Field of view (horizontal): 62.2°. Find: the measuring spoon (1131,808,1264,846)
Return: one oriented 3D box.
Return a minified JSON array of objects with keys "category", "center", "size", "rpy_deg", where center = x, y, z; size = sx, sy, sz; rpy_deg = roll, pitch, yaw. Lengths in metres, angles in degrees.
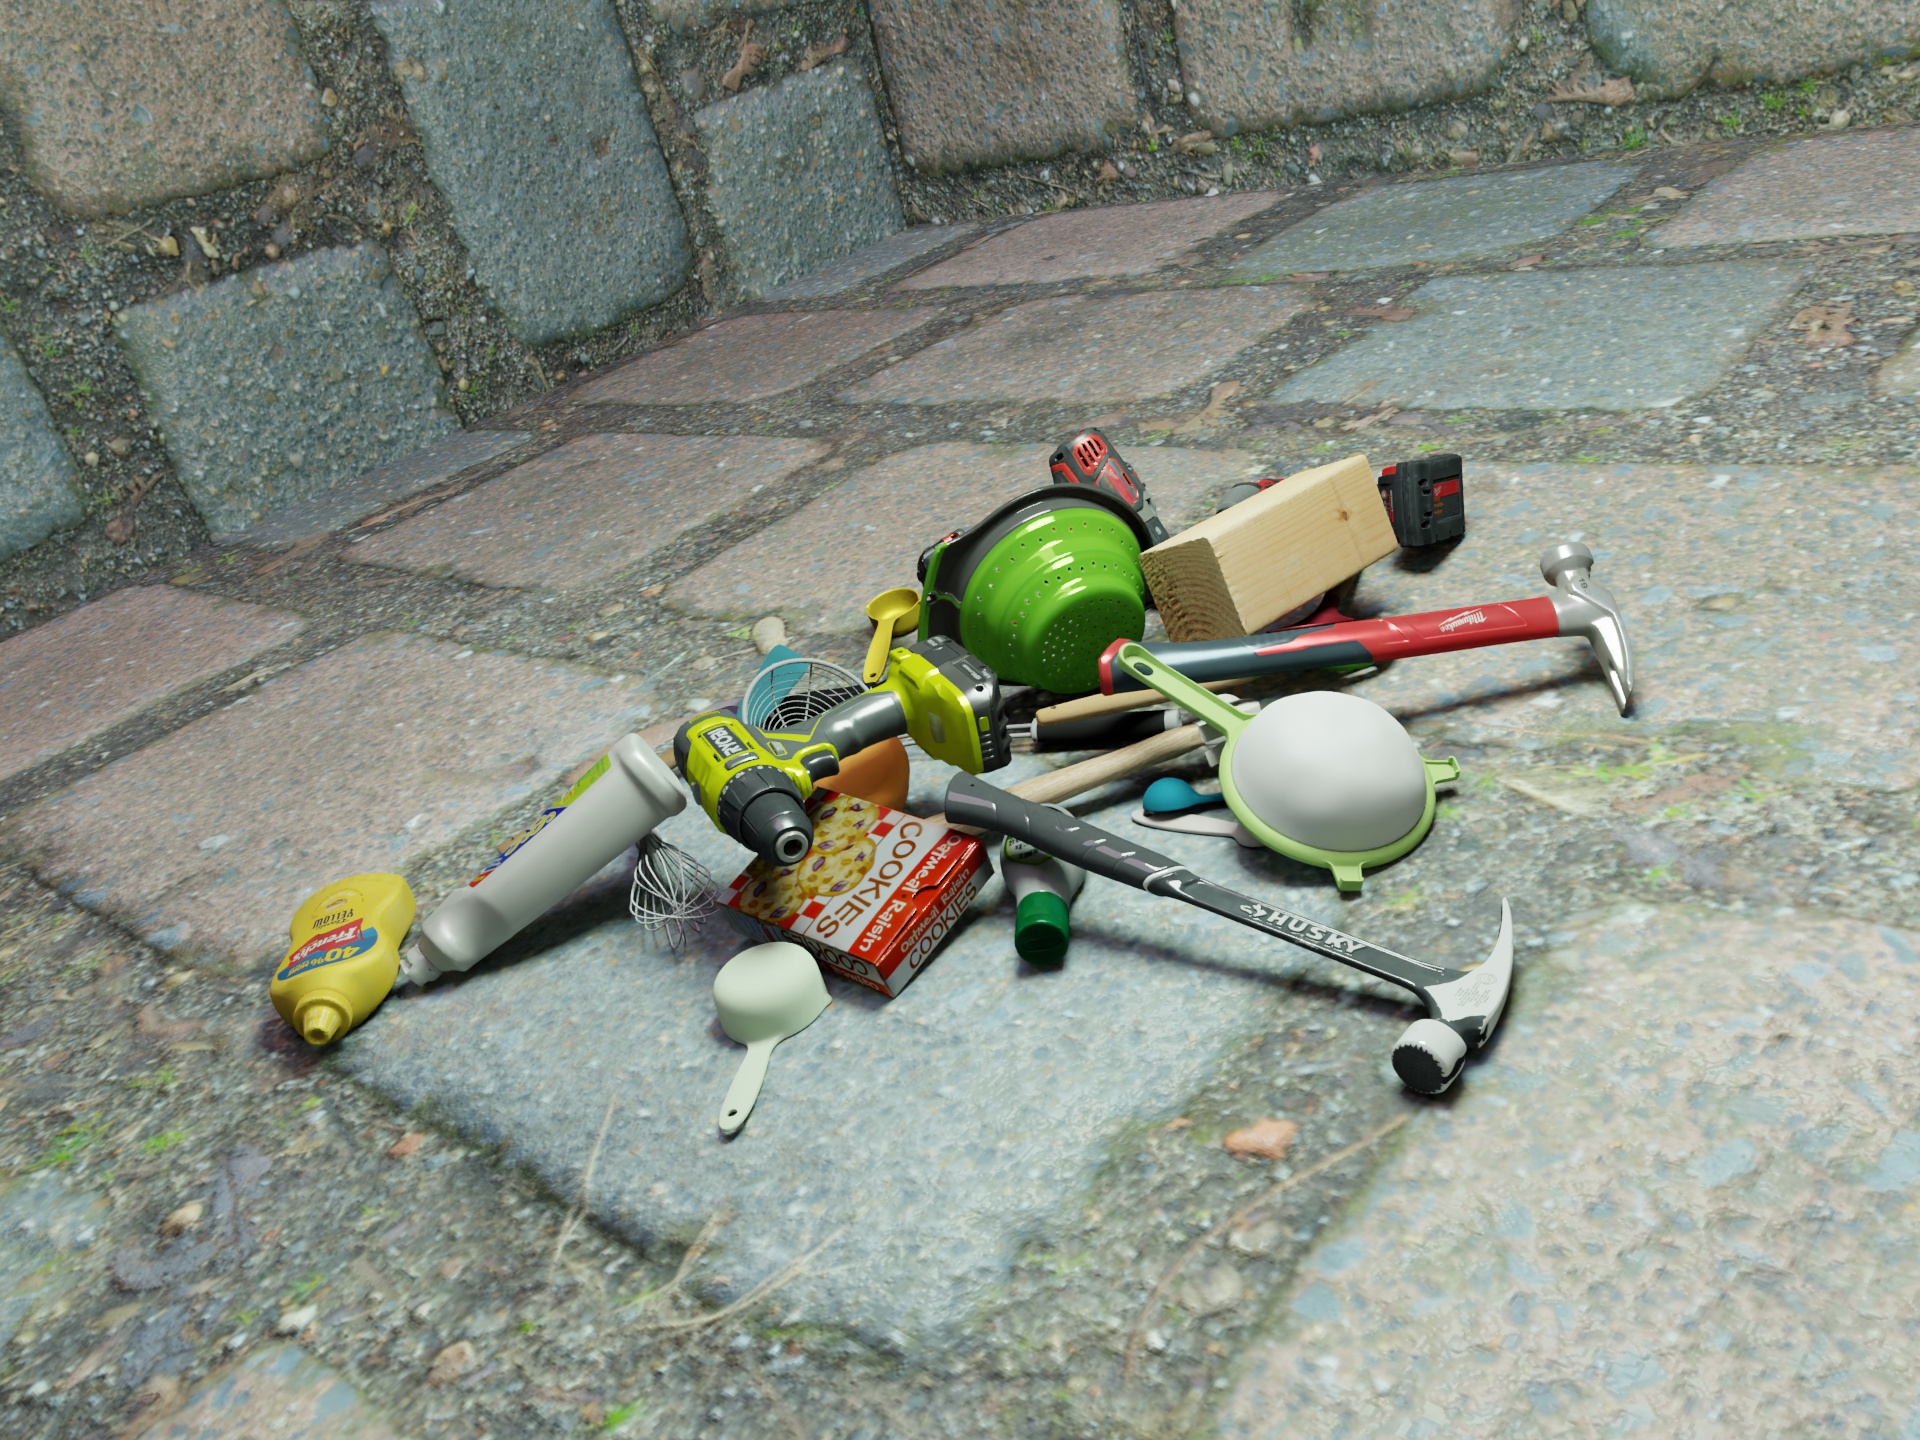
[{"category":"measuring spoon","center":[0.177,0.071,1.160],"size":[0.124,0.018,0.034],"rpy_deg":[6,33,38]}]

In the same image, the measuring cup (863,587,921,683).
[{"category":"measuring cup","center":[-0.073,-0.078,1.598],"size":[0.062,0.029,0.157],"rpy_deg":[-7,39,17]}]

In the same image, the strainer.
[{"category":"strainer","center":[0.217,-0.002,1.113],"size":[0.256,0.069,0.151],"rpy_deg":[34,53,25]}]

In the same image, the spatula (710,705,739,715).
[{"category":"spatula","center":[-0.189,0.043,1.419],"size":[0.060,0.018,0.316],"rpy_deg":[-22,26,-11]}]

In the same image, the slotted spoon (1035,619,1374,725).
[{"category":"slotted spoon","center":[0.211,-0.034,1.298],"size":[0.313,0.031,0.070],"rpy_deg":[-13,23,-11]}]

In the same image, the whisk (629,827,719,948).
[{"category":"whisk","center":[-0.249,0.108,1.289],"size":[0.070,0.070,0.285],"rpy_deg":[-22,21,-13]}]

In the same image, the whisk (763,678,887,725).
[{"category":"whisk","center":[-0.081,-0.027,1.469],"size":[0.239,0.055,0.055],"rpy_deg":[-11,26,17]}]

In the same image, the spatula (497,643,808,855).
[{"category":"spatula","center":[-0.277,0.032,1.438],"size":[0.317,0.044,0.082],"rpy_deg":[-30,30,-16]}]

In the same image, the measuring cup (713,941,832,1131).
[{"category":"measuring cup","center":[-0.137,0.203,1.049],"size":[0.083,0.038,0.168],"rpy_deg":[-10,24,12]}]

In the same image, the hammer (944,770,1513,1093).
[{"category":"hammer","center":[0.152,0.105,1.017],"size":[0.409,0.036,0.149],"rpy_deg":[20,40,35]}]

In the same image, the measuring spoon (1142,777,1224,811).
[{"category":"measuring spoon","center":[0.198,0.047,1.184],"size":[0.128,0.021,0.042],"rpy_deg":[-9,8,7]}]

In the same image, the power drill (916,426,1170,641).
[{"category":"power drill","center":[0.093,-0.146,1.503],"size":[0.226,0.188,0.080],"rpy_deg":[-35,1,-8]}]

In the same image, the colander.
[{"category":"colander","center":[0.163,-0.100,1.380],"size":[0.397,0.204,0.095],"rpy_deg":[-7,39,-24]}]

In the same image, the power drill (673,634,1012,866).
[{"category":"power drill","center":[-0.082,0.025,1.168],"size":[0.228,0.080,0.191],"rpy_deg":[-21,29,-19]}]

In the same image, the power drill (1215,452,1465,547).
[{"category":"power drill","center":[0.354,-0.204,1.512],"size":[0.220,0.078,0.143],"rpy_deg":[1,12,36]}]

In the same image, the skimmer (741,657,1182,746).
[{"category":"skimmer","center":[-0.002,-0.004,1.327],"size":[0.363,0.090,0.127],"rpy_deg":[-4,54,20]}]

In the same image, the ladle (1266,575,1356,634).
[{"category":"ladle","center":[0.325,-0.111,1.382],"size":[0.069,0.031,0.315],"rpy_deg":[-6,17,25]}]

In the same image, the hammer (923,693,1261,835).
[{"category":"hammer","center":[0.076,0.051,1.216],"size":[0.331,0.031,0.130],"rpy_deg":[-20,5,-1]}]

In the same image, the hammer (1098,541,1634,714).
[{"category":"hammer","center":[0.298,-0.046,1.194],"size":[0.386,0.038,0.143],"rpy_deg":[-8,55,2]}]

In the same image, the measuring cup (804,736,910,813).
[{"category":"measuring cup","center":[-0.110,0.069,1.255],"size":[0.095,0.052,0.174],"rpy_deg":[38,64,13]}]
